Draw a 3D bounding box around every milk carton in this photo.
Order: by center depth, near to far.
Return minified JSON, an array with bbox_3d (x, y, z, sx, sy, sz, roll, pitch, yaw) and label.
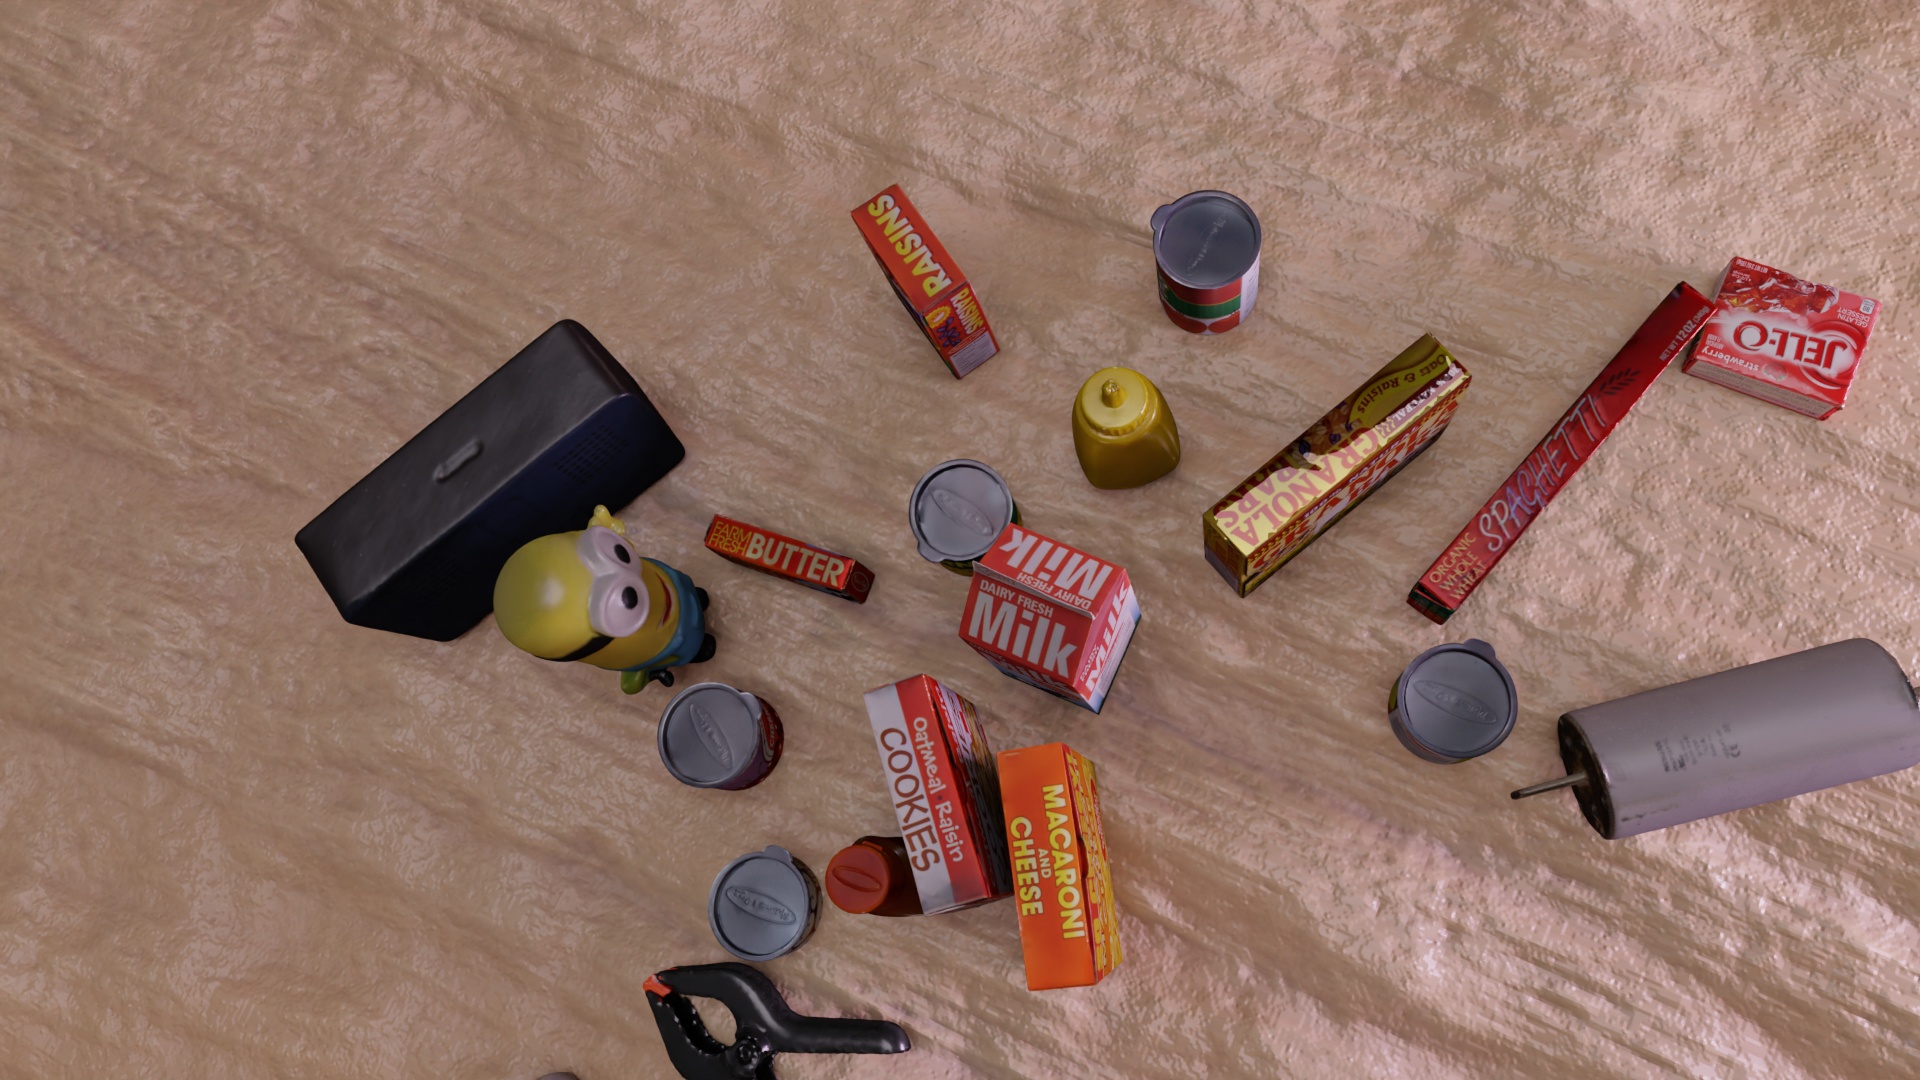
[{"bbox_3d":[0.054,0.045,0.805,0.072,0.190,0.073,22,82,15],"label":"milk carton"}]

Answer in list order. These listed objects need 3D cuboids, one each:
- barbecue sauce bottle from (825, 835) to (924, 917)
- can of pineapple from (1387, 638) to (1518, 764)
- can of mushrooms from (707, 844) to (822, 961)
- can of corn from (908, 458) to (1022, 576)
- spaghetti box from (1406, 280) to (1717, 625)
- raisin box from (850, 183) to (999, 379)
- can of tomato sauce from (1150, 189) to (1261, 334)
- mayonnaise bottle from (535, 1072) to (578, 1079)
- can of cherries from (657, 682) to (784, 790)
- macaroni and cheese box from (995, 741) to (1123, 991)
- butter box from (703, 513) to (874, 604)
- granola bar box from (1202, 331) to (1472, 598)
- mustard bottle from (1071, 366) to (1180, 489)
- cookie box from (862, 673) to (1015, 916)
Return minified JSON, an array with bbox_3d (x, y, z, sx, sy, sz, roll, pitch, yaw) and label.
[{"bbox_3d":[-0.042,0.195,0.808,0.065,0.148,0.044,18,81,14],"label":"barbecue sauce bottle"},{"bbox_3d":[0.290,0.096,0.819,0.071,0.057,0.071,-2,77,10],"label":"can of pineapple"},{"bbox_3d":[-0.121,0.228,0.875,0.071,0.033,0.071,-2,76,10],"label":"can of mushrooms"},{"bbox_3d":[0.003,-0.011,0.897,0.071,0.058,0.071,-2,77,10],"label":"can of corn"},{"bbox_3d":[0.363,-0.051,0.845,0.029,0.050,0.250,41,87,16],"label":"spaghetti box"},{"bbox_3d":[-0.022,-0.166,0.905,0.040,0.123,0.086,-34,73,2],"label":"raisin box"},{"bbox_3d":[0.157,-0.178,0.896,0.071,0.083,0.071,-2,77,10],"label":"can of tomato sauce"},{"bbox_3d":[-0.259,0.353,0.810,0.041,0.148,0.065,-35,74,1],"label":"mayonnaise bottle"},{"bbox_3d":[-0.150,0.126,0.892,0.071,0.058,0.071,-2,77,10],"label":"can of cherries"},{"bbox_3d":[0.059,0.182,0.784,0.040,0.166,0.124,-10,76,8],"label":"macaroni and cheese box"},{"bbox_3d":[-0.113,0.013,0.915,0.103,0.053,0.024,17,81,14],"label":"butter box"},{"bbox_3d":[0.221,-0.040,0.830,0.165,0.124,0.039,-39,74,0],"label":"granola bar box"},{"bbox_3d":[0.098,-0.072,0.841,0.065,0.160,0.049,-16,75,7],"label":"mustard bottle"},{"bbox_3d":[-0.003,0.149,0.803,0.040,0.167,0.123,-19,74,6],"label":"cookie box"}]
